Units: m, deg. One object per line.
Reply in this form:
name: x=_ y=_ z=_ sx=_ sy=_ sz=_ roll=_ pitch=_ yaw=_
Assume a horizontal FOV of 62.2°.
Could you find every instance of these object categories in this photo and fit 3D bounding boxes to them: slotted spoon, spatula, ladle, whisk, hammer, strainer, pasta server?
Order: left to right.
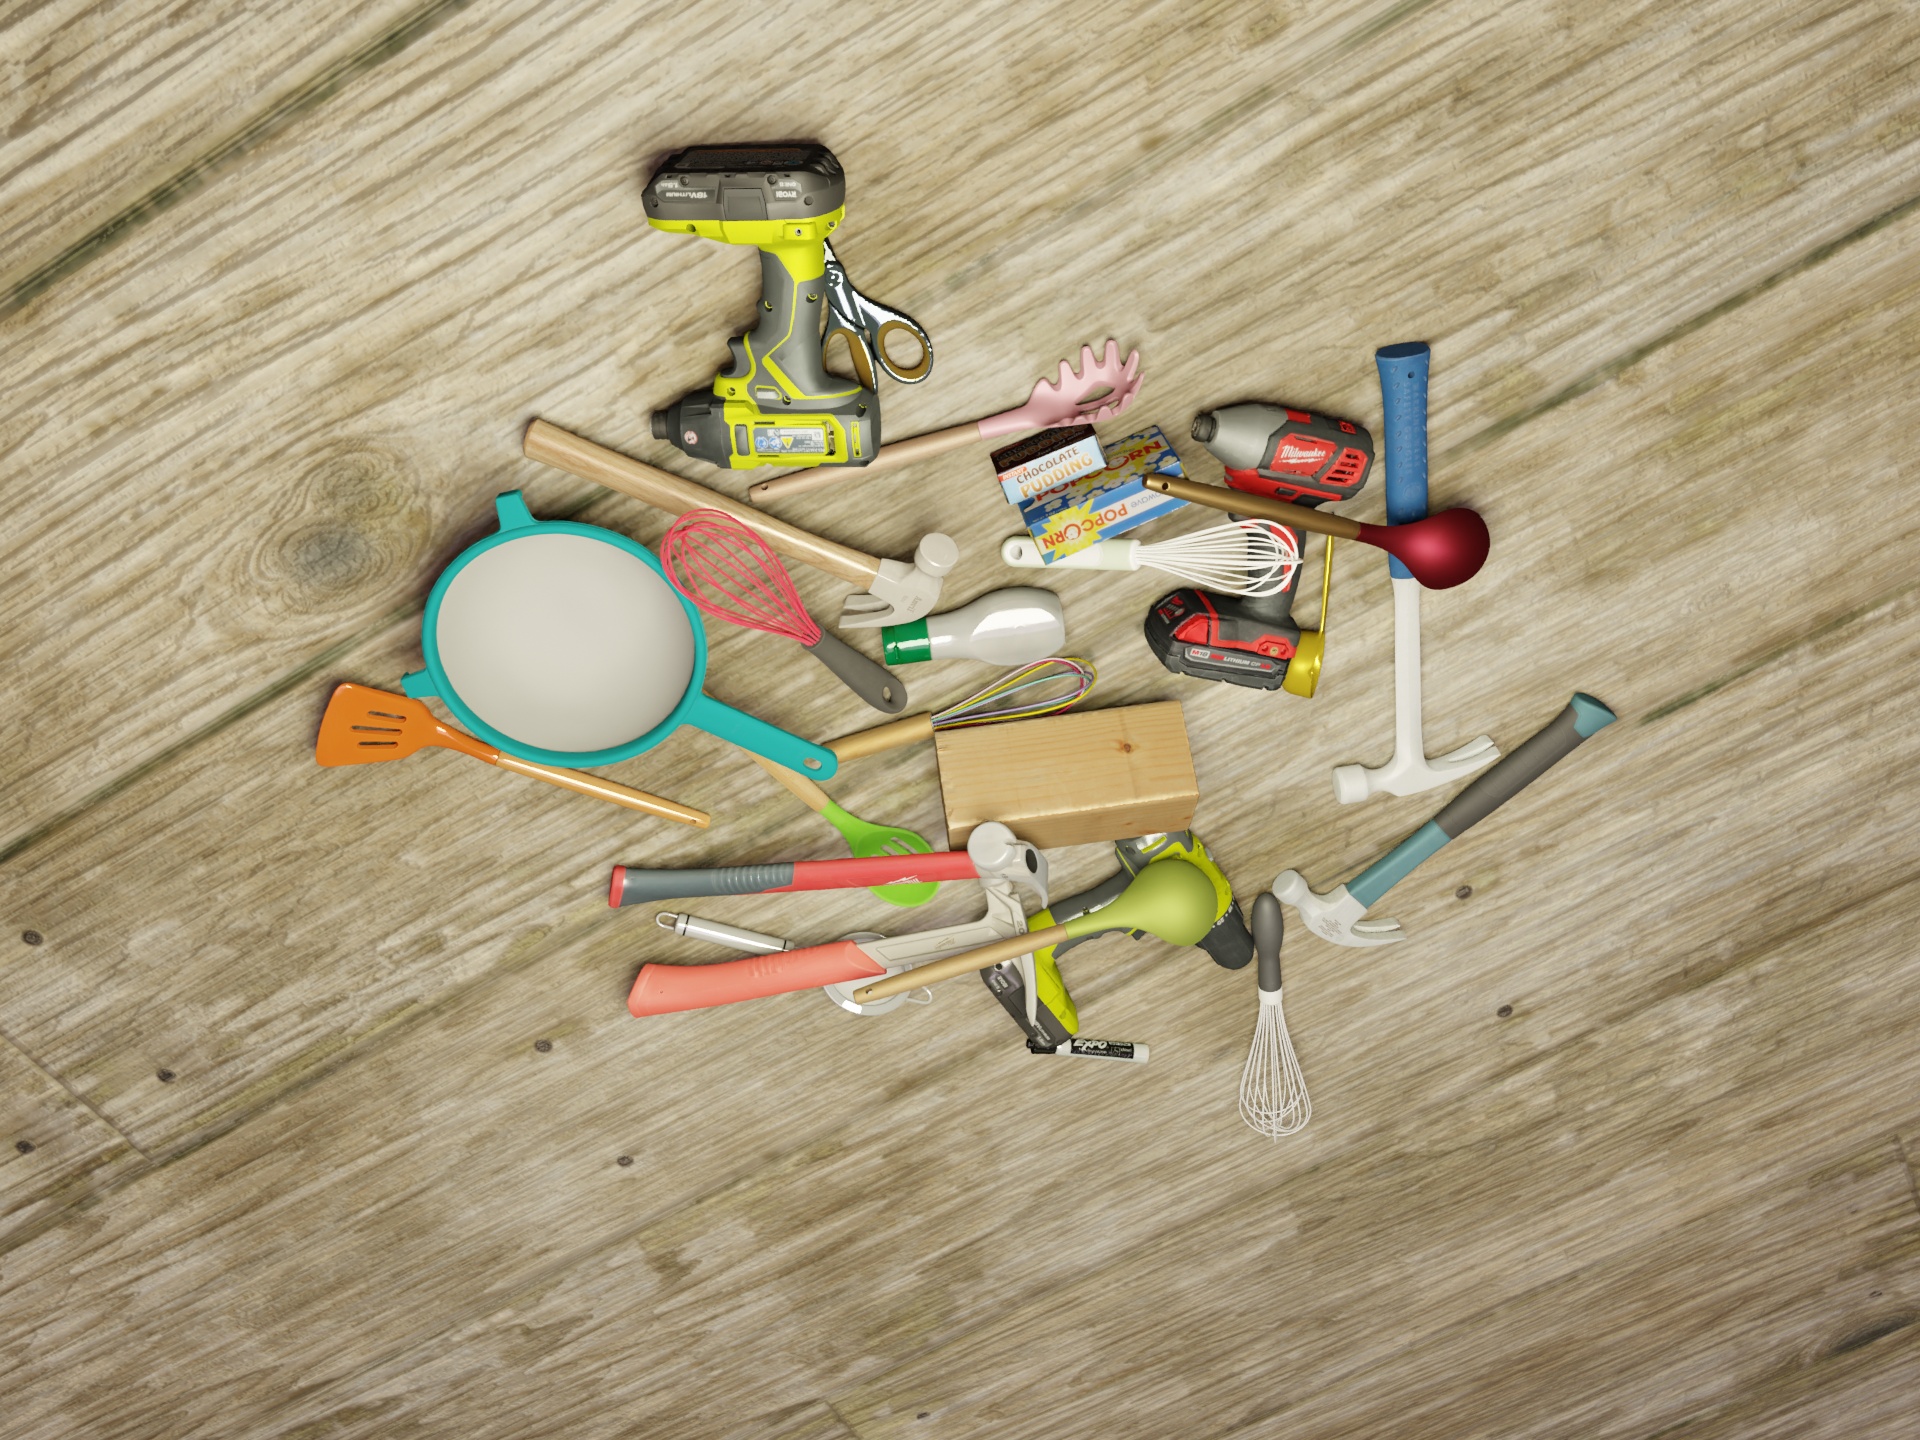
spatula: x=-0.363 y=0.043 z=1.325 sx=0.322 sy=0.041 sz=0.081 roll=19 pitch=114 yaw=-17
strainer: x=-0.248 y=-0.048 z=1.258 sx=0.340 sy=0.095 sz=0.211 roll=26 pitch=115 yaw=-21
hammer: x=-0.172 y=-0.153 z=1.220 sx=0.331 sy=0.031 sz=0.130 roll=21 pitch=149 yaw=-9
strainer: x=-0.149 y=0.209 z=1.443 sx=0.258 sy=0.050 sz=0.086 roll=16 pitch=111 yaw=-8
whisk: x=-0.125 y=-0.074 z=1.232 sx=0.073 sy=0.073 sz=0.295 roll=-36 pitch=140 yaw=13
slotted spoon: x=-0.135 y=0.055 z=1.366 sx=0.070 sy=0.031 sz=0.313 roll=-41 pitch=114 yaw=15
hammer: x=-0.119 y=0.135 z=1.346 sx=0.386 sy=0.038 sz=0.143 roll=-6 pitch=157 yaw=19
hammer: x=-0.114 y=0.223 z=1.397 sx=0.359 sy=0.036 sz=0.149 roll=-12 pitch=91 yaw=6
pasta server: x=-0.013 y=-0.219 z=1.220 sx=0.316 sy=0.060 sz=0.040 roll=-15 pitch=153 yaw=5
whisk: x=-0.002 y=-0.005 z=1.342 sx=0.245 sy=0.051 sz=0.047 roll=-17 pitch=75 yaw=8
ladle: x=0.065 y=0.190 z=1.349 sx=0.320 sy=0.078 sz=0.062 roll=-17 pitch=156 yaw=-1
whisk: x=0.143 y=-0.127 z=1.228 sx=0.246 sy=0.059 sz=0.058 roll=5 pitch=101 yaw=27
whisk: x=0.301 y=0.288 z=1.531 sx=0.070 sy=0.070 sz=0.284 roll=-8 pitch=115 yaw=-2
ladle: x=0.281 y=-0.153 z=1.221 sx=0.315 sy=0.031 sz=0.069 roll=9 pitch=110 yaw=-20
hammer: x=0.377 y=-0.113 z=1.324 sx=0.144 sy=0.035 sz=0.405 roll=-10 pitch=120 yaw=0
hammer: x=0.449 y=0.090 z=1.446 sx=0.331 sy=0.033 sz=0.128 roll=-42 pitch=114 yaw=16

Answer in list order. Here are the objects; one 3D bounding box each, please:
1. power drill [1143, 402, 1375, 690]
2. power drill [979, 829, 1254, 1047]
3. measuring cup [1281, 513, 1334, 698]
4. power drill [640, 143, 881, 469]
power drill: x=0.228 y=-0.144 z=1.270 sx=0.143 sy=0.079 sz=0.219 roll=10 pitch=114 yaw=-13
power drill: x=0.143 y=0.198 z=1.448 sx=0.228 sy=0.080 sz=0.190 roll=-33 pitch=116 yaw=8
measuring cup: x=0.290 y=-0.096 z=1.324 sx=0.029 sy=0.062 sz=0.156 roll=9 pitch=108 yaw=19
power drill: x=-0.151 y=-0.288 z=1.140 sx=0.171 sy=0.080 sz=0.223 roll=1 pitch=123 yaw=7
